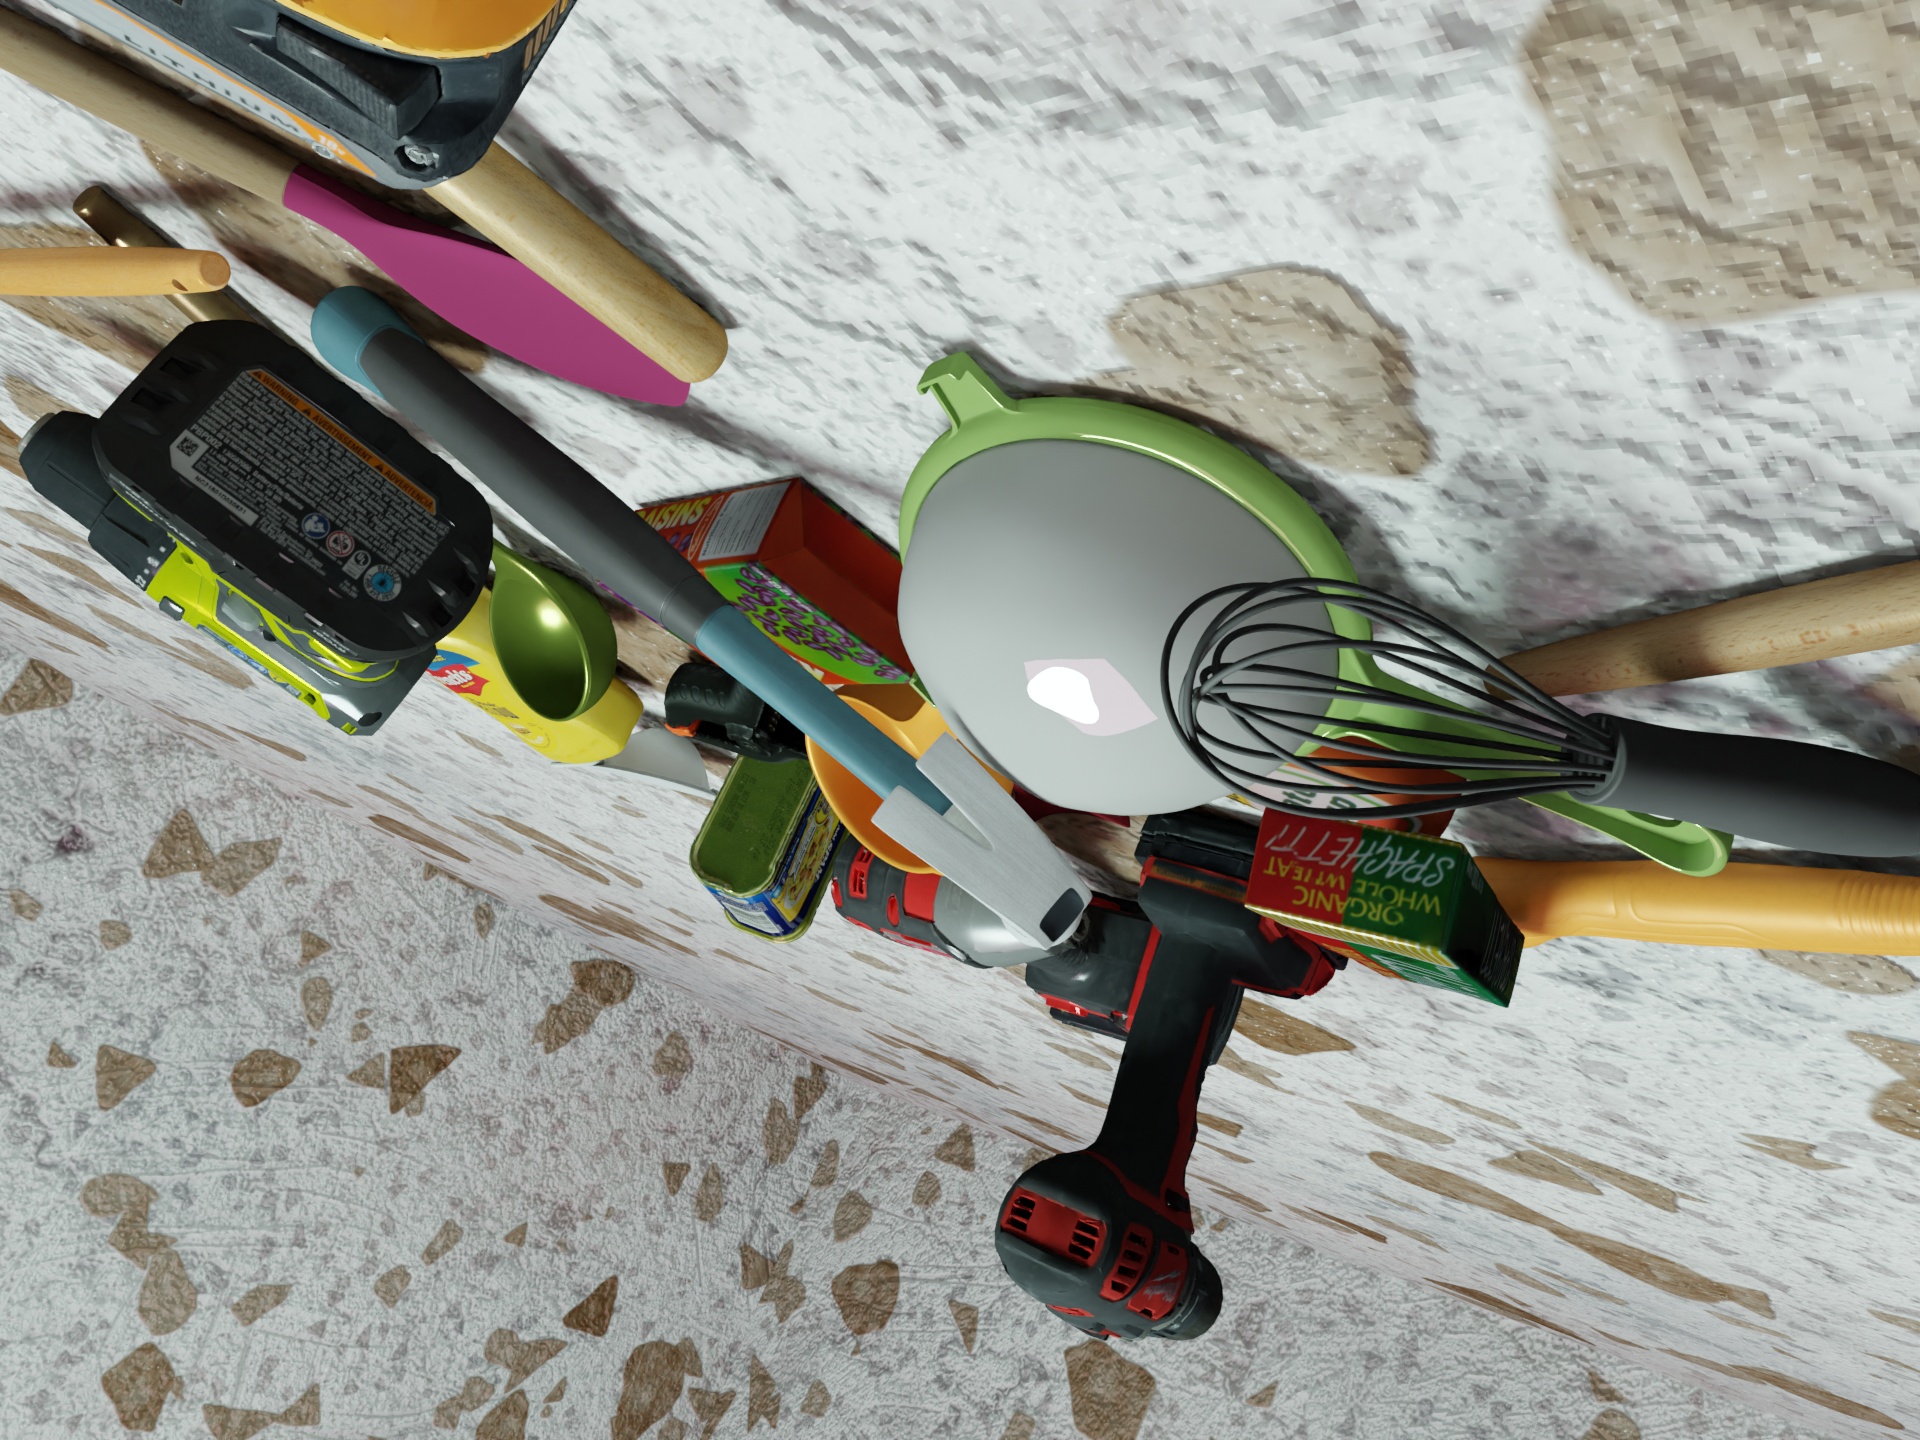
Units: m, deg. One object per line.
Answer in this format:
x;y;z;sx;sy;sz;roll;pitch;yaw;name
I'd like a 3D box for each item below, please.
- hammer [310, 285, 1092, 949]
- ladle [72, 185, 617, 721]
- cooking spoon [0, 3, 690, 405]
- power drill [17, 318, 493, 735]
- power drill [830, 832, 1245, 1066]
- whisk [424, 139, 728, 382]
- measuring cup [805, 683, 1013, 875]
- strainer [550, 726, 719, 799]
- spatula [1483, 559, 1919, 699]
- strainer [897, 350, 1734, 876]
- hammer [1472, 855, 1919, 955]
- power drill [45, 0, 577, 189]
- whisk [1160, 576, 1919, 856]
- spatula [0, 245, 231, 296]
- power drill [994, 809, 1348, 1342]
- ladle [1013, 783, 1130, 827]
-0.091;-0.038;0.534;0.331;0.033;0.128;39;174;11;hammer
-0.254;-0.100;0.691;0.078;0.062;0.319;18;160;36;ladle
-0.228;-0.176;0.486;0.319;0.017;0.068;26;162;-8;cooking spoon
-0.294;-0.078;0.652;0.190;0.080;0.228;40;157;-20;power drill
0.052;0.111;0.816;0.143;0.078;0.219;8;166;43;power drill
-0.147;-0.160;0.397;0.051;0.047;0.244;5;159;44;whisk
-0.001;-0.002;0.648;0.095;0.052;0.173;51;144;5;measuring cup
-0.131;0.054;1.017;0.258;0.050;0.087;24;170;-21;strainer
0.217;-0.019;0.321;0.082;0.044;0.317;16;168;-21;spatula
0.085;0.005;0.452;0.256;0.069;0.151;23;146;13;strainer
0.281;0.057;0.482;0.127;0.034;0.337;31;162;-25;hammer
-0.077;-0.168;0.216;0.185;0.084;0.226;27;158;-14;power drill
0.157;0.007;0.393;0.238;0.055;0.055;10;168;-21;whisk
-0.368;-0.181;0.614;0.323;0.041;0.080;12;155;35;spatula
0.107;0.173;0.731;0.080;0.227;0.187;13;160;33;power drill
0.027;0.055;0.829;0.069;0.031;0.315;25;165;-3;ladle
